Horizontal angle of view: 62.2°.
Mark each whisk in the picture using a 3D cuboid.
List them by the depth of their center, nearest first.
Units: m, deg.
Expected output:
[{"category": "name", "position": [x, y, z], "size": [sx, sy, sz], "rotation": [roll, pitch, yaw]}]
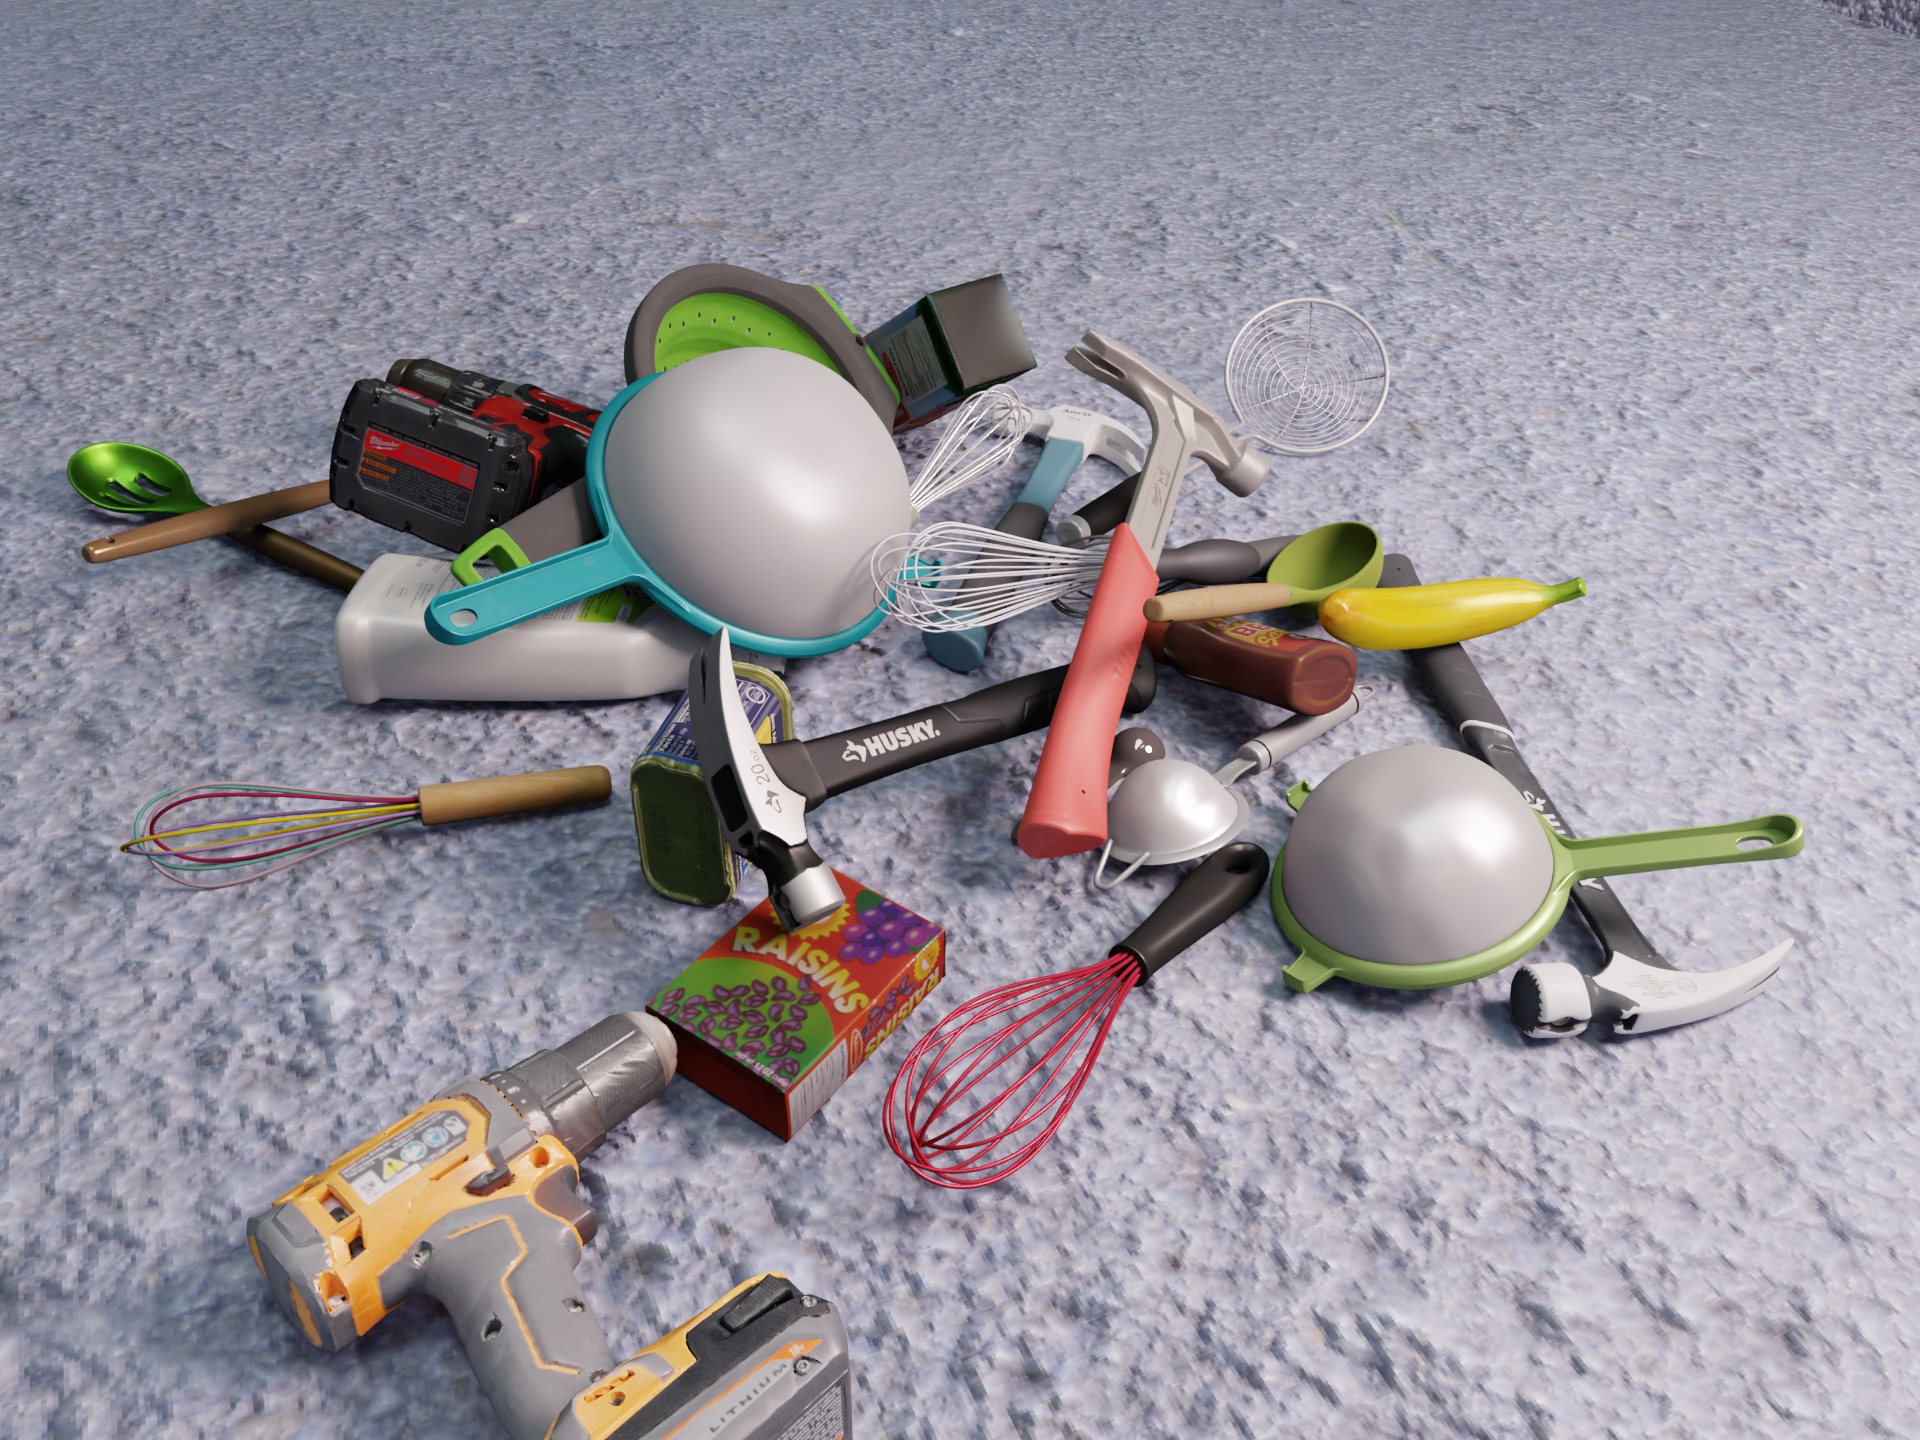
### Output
[{"category": "whisk", "position": [0.069, 0.126, 0.760], "size": [0.073, 0.073, 0.296], "rotation": [29, 38, 29]}, {"category": "whisk", "position": [-0.310, 0.048, 0.844], "size": [0.245, 0.047, 0.051], "rotation": [-7, 51, -20]}, {"category": "whisk", "position": [0.072, -0.093, 0.974], "size": [0.284, 0.070, 0.070], "rotation": [-7, 38, -31]}, {"category": "whisk", "position": [0.164, -0.103, 1.067], "size": [0.239, 0.055, 0.055], "rotation": [-8, 39, -21]}, {"category": "whisk", "position": [-0.032, -0.147, 1.075], "size": [0.058, 0.059, 0.246], "rotation": [25, 58, 33]}]

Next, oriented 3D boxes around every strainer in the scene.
[{"category": "strainer", "position": [0.277, 0.053, 0.791], "size": [0.256, 0.069, 0.152], "rotation": [-8, 37, 19]}, {"category": "strainer", "position": [-0.146, -0.126, 0.903], "size": [0.340, 0.095, 0.211], "rotation": [-30, 81, -45]}, {"category": "strainer", "position": [0.161, 0.022, 0.909], "size": [0.258, 0.050, 0.087], "rotation": [-26, 28, -38]}]

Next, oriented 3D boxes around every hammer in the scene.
[{"category": "hammer", "position": [-0.001, -0.003, 0.859], "size": [0.334, 0.035, 0.146], "rotation": [-18, 75, -46]}, {"category": "hammer", "position": [0.086, -0.075, 0.916], "size": [0.149, 0.036, 0.359], "rotation": [32, 51, -14]}, {"category": "hammer", "position": [0.321, 0.020, 0.928], "size": [0.149, 0.036, 0.409], "rotation": [-2, 38, -8]}, {"category": "hammer", "position": [0.043, -0.137, 1.110], "size": [0.128, 0.033, 0.331], "rotation": [12, 39, 13]}]

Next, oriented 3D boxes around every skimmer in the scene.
[{"category": "skimmer", "position": [0.192, -0.214, 1.154], "size": [0.127, 0.090, 0.363], "rotation": [48, 46, 8]}]

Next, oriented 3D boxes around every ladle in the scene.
[{"category": "ladle", "position": [0.175, -0.084, 0.933], "size": [0.078, 0.062, 0.320], "rotation": [-14, -1, 31]}]

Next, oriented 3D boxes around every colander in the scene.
[{"category": "colander", "position": [-0.194, -0.160, 1.034], "size": [0.204, 0.094, 0.397], "rotation": [53, 44, -8]}]

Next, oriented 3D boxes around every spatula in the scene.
[{"category": "spatula", "position": [-0.438, -0.160, 1.068], "size": [0.082, 0.044, 0.317], "rotation": [35, 34, 15]}]

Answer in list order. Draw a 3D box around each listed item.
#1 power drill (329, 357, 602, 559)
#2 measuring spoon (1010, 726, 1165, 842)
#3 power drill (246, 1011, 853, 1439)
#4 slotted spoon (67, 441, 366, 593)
[{"category": "power drill", "position": [-0.327, -0.187, 1.050], "size": [0.188, 0.080, 0.227], "rotation": [21, 19, 2]}, {"category": "measuring spoon", "position": [0.071, 0.034, 0.901], "size": [0.034, 0.018, 0.124], "rotation": [22, 41, 39]}, {"category": "power drill", "position": [-0.139, 0.211, 0.618], "size": [0.226, 0.084, 0.185], "rotation": [27, 42, 34]}, {"category": "slotted spoon", "position": [-0.471, -0.122, 1.058], "size": [0.314, 0.031, 0.070], "rotation": [22, 40, 20]}]
